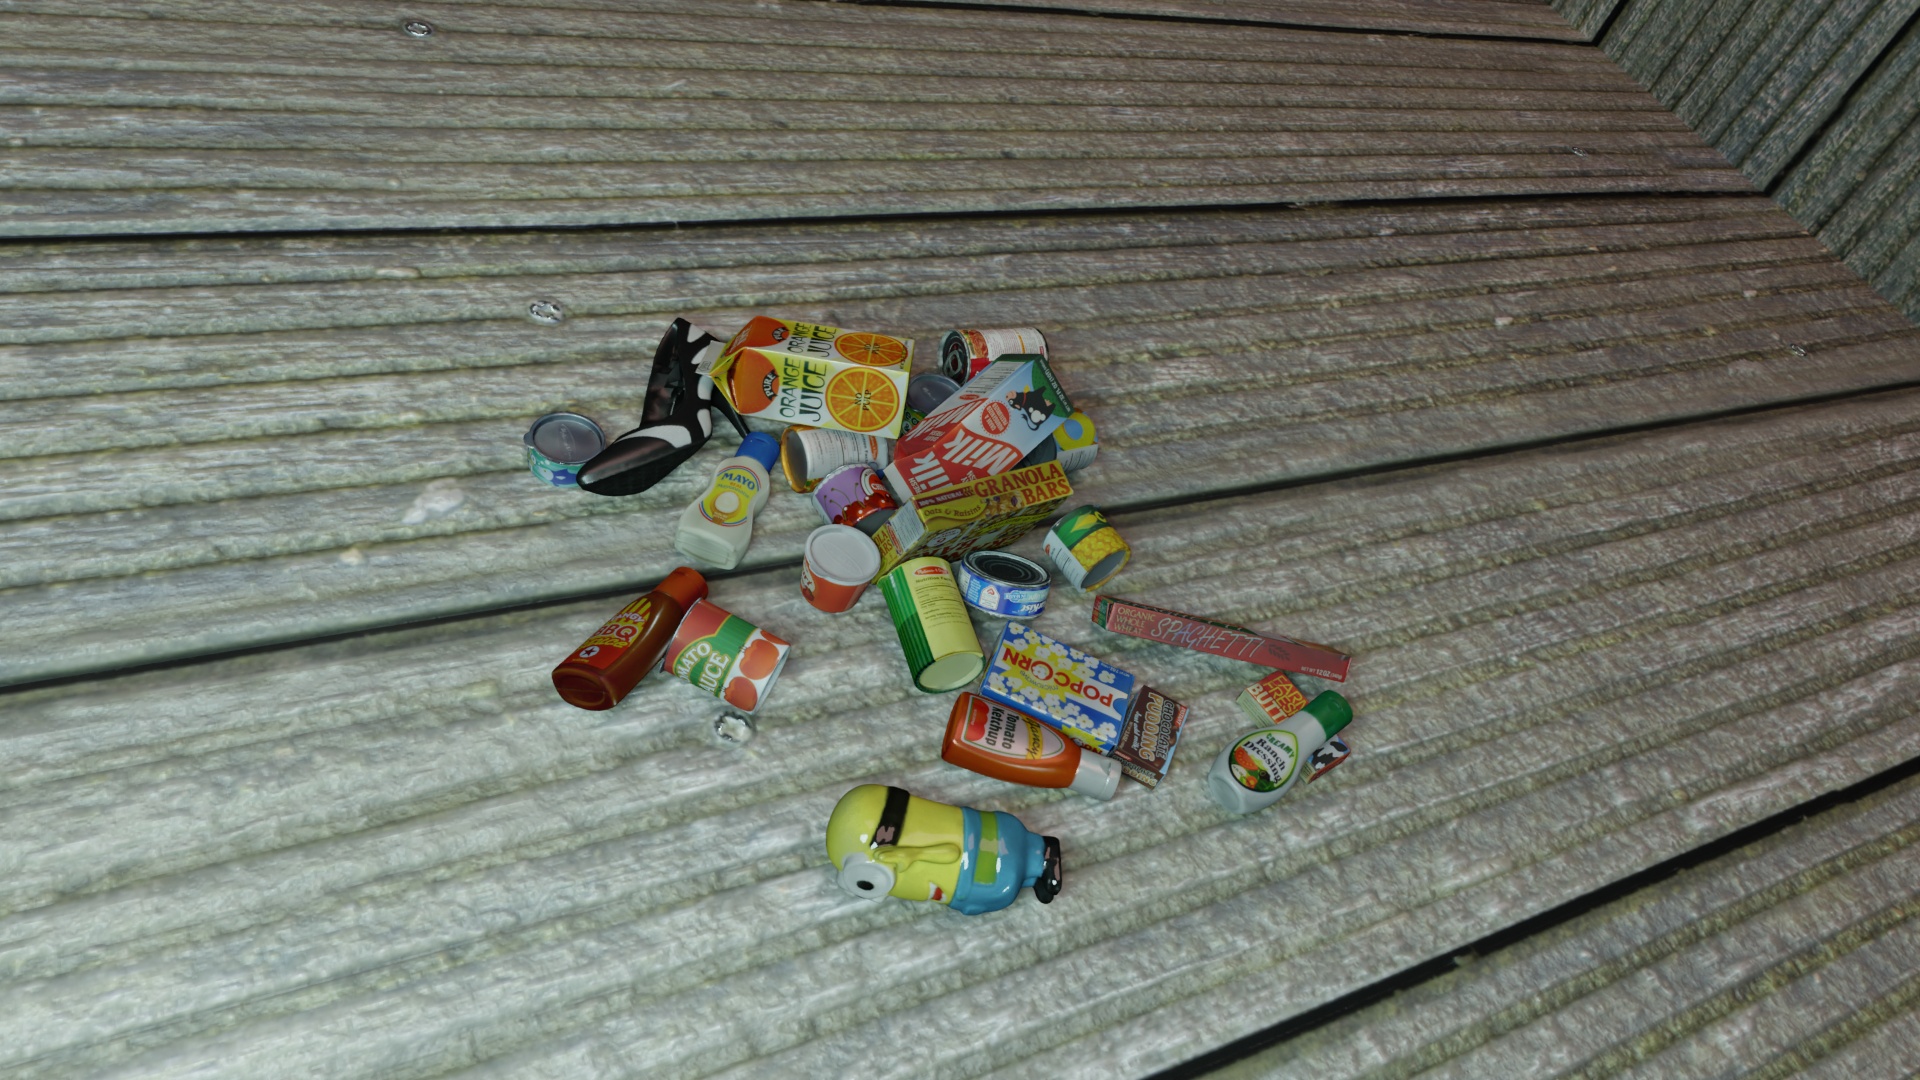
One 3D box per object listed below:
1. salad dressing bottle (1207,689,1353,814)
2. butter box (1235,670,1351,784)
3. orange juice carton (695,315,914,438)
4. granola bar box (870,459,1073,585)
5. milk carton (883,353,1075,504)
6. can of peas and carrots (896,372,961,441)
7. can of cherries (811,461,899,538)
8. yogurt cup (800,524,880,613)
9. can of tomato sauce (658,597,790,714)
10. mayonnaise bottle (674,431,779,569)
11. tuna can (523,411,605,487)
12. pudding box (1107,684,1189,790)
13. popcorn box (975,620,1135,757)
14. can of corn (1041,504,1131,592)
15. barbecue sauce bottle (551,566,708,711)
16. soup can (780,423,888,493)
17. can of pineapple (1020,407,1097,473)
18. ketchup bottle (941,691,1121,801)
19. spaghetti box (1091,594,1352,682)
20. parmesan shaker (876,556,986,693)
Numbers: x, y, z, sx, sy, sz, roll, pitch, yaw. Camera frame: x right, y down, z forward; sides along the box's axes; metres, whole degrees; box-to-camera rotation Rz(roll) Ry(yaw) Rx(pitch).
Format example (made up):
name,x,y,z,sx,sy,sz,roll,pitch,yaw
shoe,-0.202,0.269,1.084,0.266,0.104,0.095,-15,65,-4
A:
name,x,y,z,sx,sy,sz,roll,pitch,yaw
salad dressing bottle,0.287,0.185,1.236,0.148,0.043,0.064,-31,65,-25
butter box,0.310,0.172,1.295,0.053,0.024,0.104,-20,59,-35
orange juice carton,-0.144,-0.156,1.293,0.193,0.072,0.072,9,34,-3
granola bar box,0.005,-0.016,1.267,0.166,0.123,0.039,-16,75,-33
milk carton,0.011,-0.097,1.336,0.191,0.073,0.072,-41,116,-21
can of peas and carrots,-0.033,-0.125,1.401,0.071,0.058,0.071,12,46,-12
can of cherries,-0.093,-0.031,1.280,0.072,0.071,0.058,-15,57,-33
yogurt cup,-0.110,0.027,1.230,0.072,0.053,0.073,12,46,-13
can of tomato sauce,-0.190,0.095,1.125,0.083,0.070,0.071,27,45,1
mayonnaise bottle,-0.205,-0.041,1.261,0.065,0.041,0.149,21,45,-1
tuna can,-0.355,-0.081,1.241,0.071,0.032,0.071,12,46,-13
pudding box,0.166,0.174,1.229,0.050,0.030,0.084,29,45,3
popcorn box,0.082,0.133,1.225,0.127,0.038,0.085,24,43,0
can of corn,0.124,0.007,1.338,0.071,0.070,0.058,-20,61,-36
barbecue sauce bottle,-0.260,0.076,1.122,0.065,0.043,0.149,1,33,30
soup can,-0.122,-0.082,1.321,0.084,0.071,0.071,-11,54,-29
can of pineapple,0.098,-0.102,1.429,0.058,0.070,0.071,-14,56,-34
ketchup bottle,0.060,0.179,1.170,0.149,0.043,0.065,20,44,-5
spaghetti box,0.248,0.093,1.323,0.250,0.028,0.050,13,4,-12
parmesan shaker,-0.027,0.075,1.214,0.071,0.071,0.103,-2,51,-25
